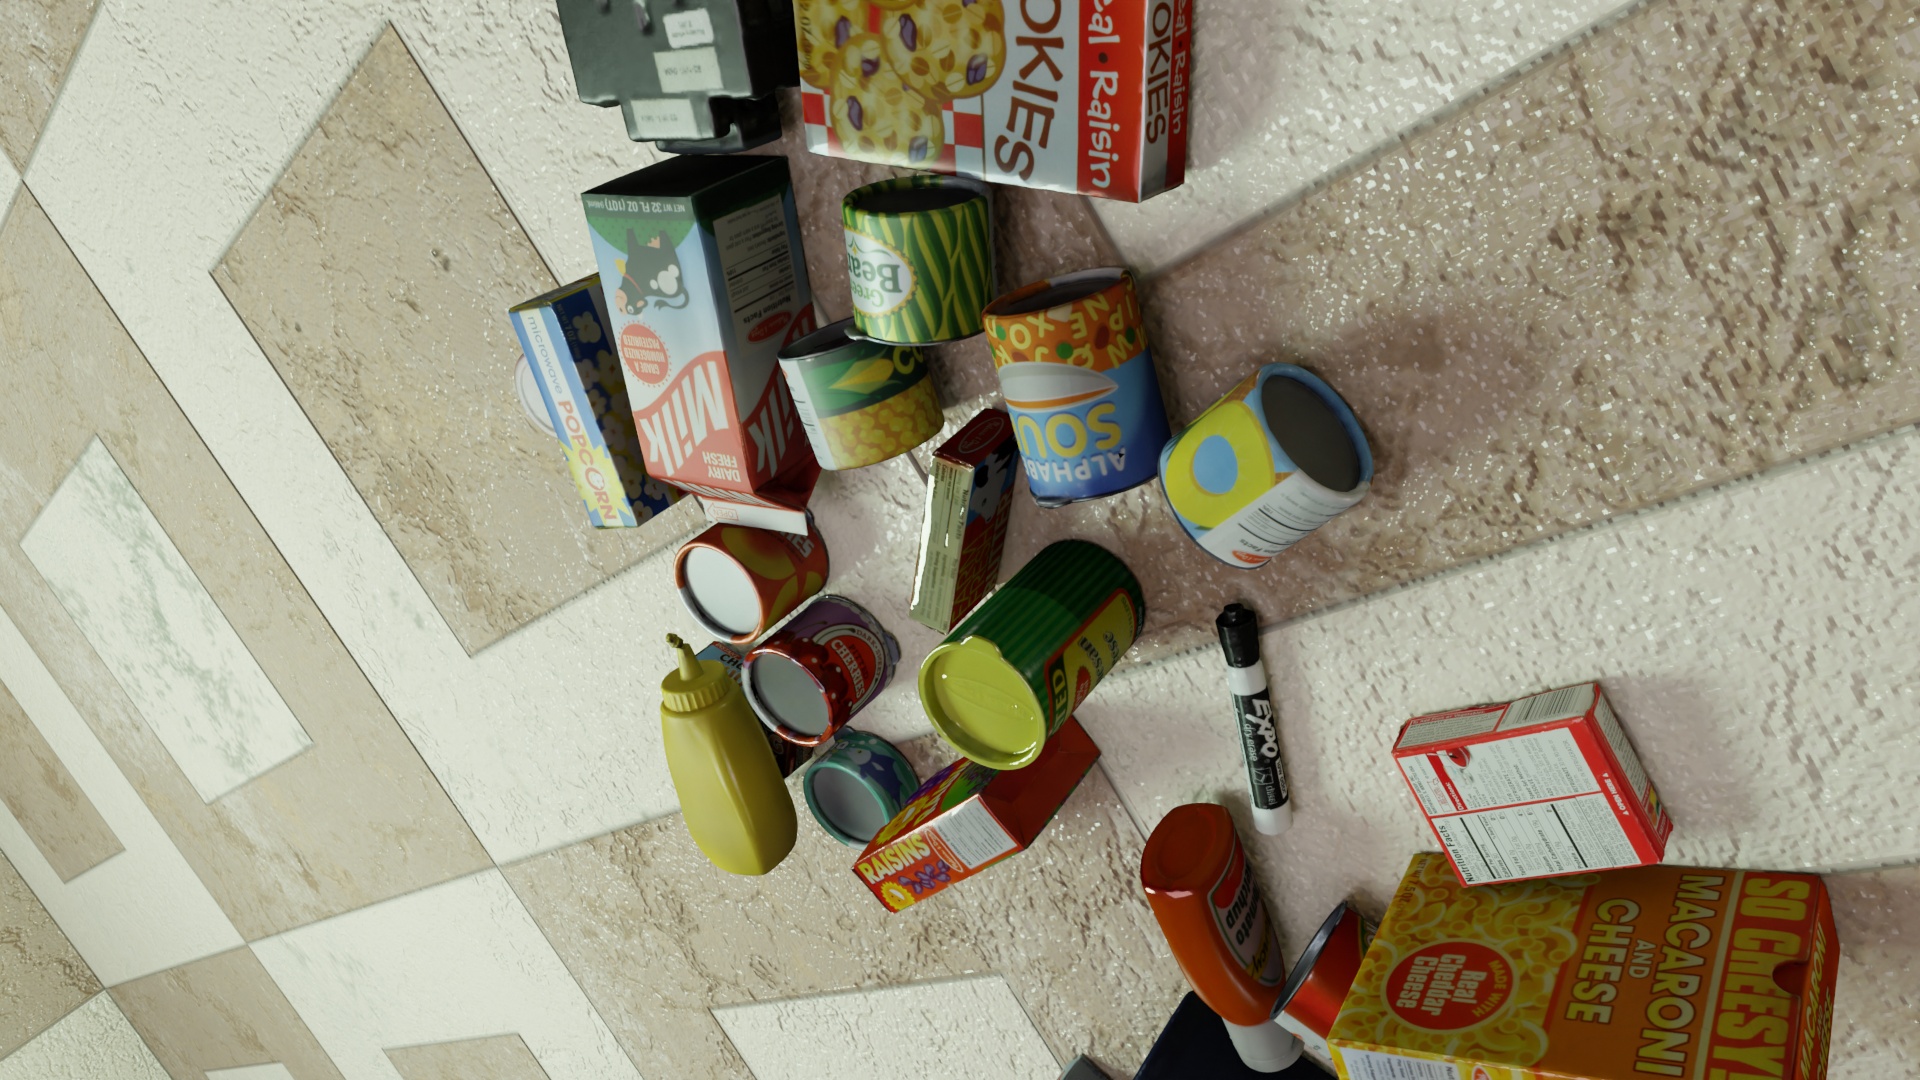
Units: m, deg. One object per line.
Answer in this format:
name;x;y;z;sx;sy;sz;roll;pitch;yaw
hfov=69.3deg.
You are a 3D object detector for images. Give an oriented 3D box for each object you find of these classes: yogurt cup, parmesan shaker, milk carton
yogurt cup;-0.212;-0.091;0.782;0.072;0.054;0.072;18;126;26
parmesan shaker;0.036;0.049;0.649;0.071;0.103;0.071;18;127;27
milk carton;-0.120;-0.091;0.700;0.072;0.074;0.189;9;121;30

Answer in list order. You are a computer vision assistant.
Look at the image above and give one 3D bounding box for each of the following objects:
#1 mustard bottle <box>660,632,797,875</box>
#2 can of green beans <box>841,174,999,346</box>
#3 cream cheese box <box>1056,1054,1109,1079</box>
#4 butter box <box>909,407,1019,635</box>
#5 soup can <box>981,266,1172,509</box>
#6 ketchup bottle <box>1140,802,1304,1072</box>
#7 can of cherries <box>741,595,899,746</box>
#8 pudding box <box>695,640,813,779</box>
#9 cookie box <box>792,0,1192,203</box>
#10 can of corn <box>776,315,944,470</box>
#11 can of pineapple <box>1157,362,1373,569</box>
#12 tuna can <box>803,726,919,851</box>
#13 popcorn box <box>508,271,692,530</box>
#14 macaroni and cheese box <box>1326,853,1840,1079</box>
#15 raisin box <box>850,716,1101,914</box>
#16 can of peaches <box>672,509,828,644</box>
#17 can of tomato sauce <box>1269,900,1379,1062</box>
mustard bottle;-0.143;0.122;0.821;0.065;0.049;0.159;4;119;35
can of green beans;-0.017;-0.124;0.608;0.071;0.071;0.057;13;124;30
cream cheese box;0.095;0.365;0.834;0.104;0.054;0.024;39;135;11
butter box;0.002;-0.008;0.674;0.024;0.053;0.103;24;129;19
soup can;0.049;-0.066;0.591;0.071;0.072;0.083;-2;115;37
ketchup bottle;0.136;0.206;0.703;0.043;0.065;0.148;-7;121;33
can of cherries;-0.078;0.073;0.780;0.071;0.059;0.071;19;126;27
pudding box;-0.129;0.103;0.856;0.084;0.030;0.049;29;130;19
cookie box;0.010;-0.210;0.555;0.167;0.040;0.122;17;125;29
can of corn;-0.044;-0.073;0.662;0.071;0.071;0.058;-3;115;38
can of pineapple;0.123;-0.032;0.562;0.071;0.071;0.057;50;133;1
tuna can;-0.061;0.149;0.831;0.071;0.033;0.070;18;126;27
popcorn box;-0.176;-0.080;0.740;0.038;0.085;0.126;-1;116;36
macaroni and cheese box;0.249;0.181;0.557;0.166;0.124;0.040;-7;113;39
raisin box;0.007;0.144;0.741;0.040;0.086;0.123;50;134;-2
can of peaches;-0.116;0.015;0.773;0.071;0.058;0.071;19;127;27
can of tomato sauce;0.201;0.223;0.660;0.083;0.071;0.070;33;131;16
